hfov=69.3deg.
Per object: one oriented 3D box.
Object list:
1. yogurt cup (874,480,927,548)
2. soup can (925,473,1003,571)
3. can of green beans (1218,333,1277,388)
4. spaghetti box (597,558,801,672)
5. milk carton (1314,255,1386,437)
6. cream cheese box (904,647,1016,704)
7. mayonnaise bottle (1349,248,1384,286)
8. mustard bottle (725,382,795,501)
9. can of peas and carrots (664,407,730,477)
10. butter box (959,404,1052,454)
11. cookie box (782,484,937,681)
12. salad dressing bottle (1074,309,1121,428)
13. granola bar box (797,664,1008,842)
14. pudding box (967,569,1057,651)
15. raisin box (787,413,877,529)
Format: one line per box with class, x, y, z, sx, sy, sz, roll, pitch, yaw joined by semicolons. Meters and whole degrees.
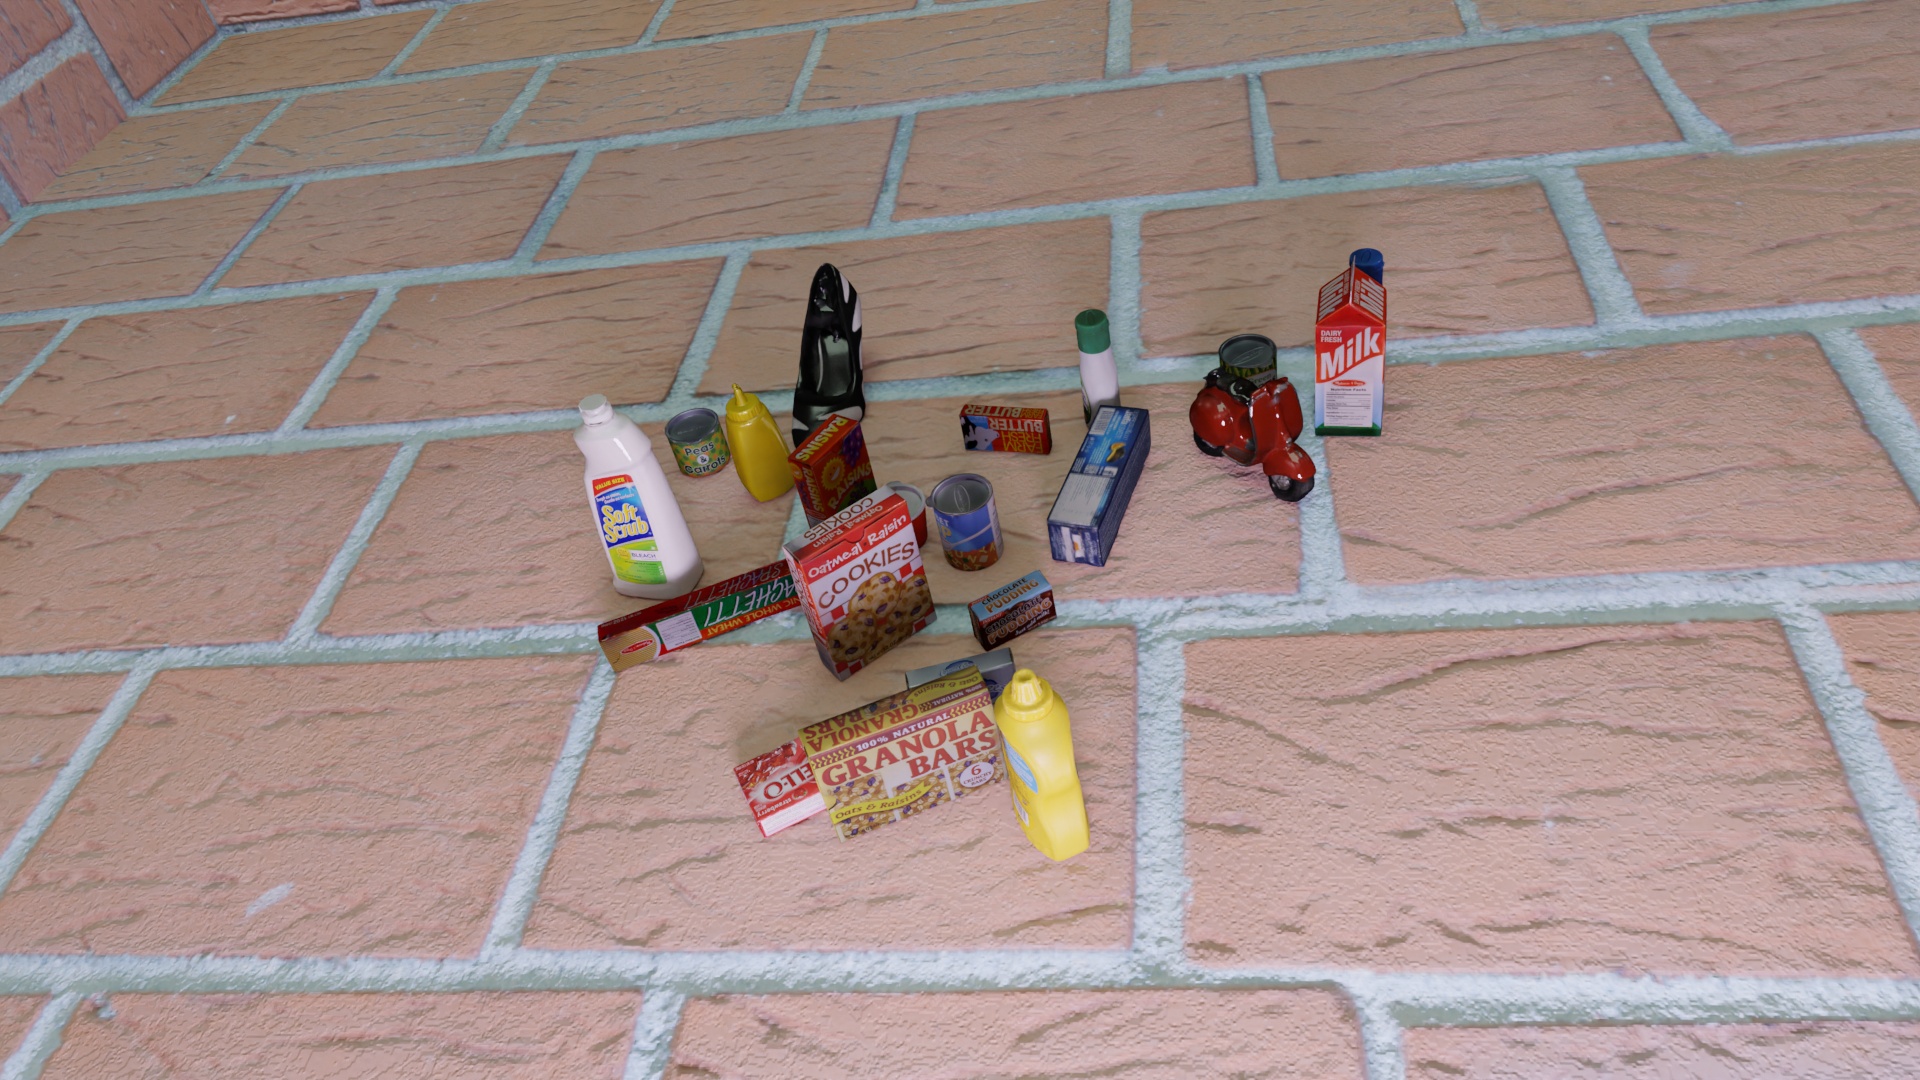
yogurt cup;-0.067;-0.021;1.515;0.072;0.053;0.073;-7;42;6
soup can;0.005;-0.018;1.472;0.071;0.083;0.072;-7;42;6
can of green beans;0.333;-0.197;1.608;0.071;0.057;0.071;-7;42;6
spaghetti box;-0.253;0.072;1.461;0.250;0.050;0.029;-20;42;-8
milk carton;0.421;-0.207;1.498;0.073;0.189;0.073;2;44;16
cream cheese box;0.003;0.138;1.322;0.104;0.053;0.024;-13;41;-1
mayonnaise bottle;0.459;-0.260;1.579;0.041;0.147;0.065;8;46;22
mustard bottle;-0.235;-0.119;1.584;0.065;0.159;0.049;-28;44;-17
can of peas and carrots;-0.316;-0.117;1.678;0.071;0.058;0.071;-7;42;6
butter box;0.053;-0.128;1.604;0.103;0.052;0.024;5;44;19
cookie box;-0.095;0.043;1.365;0.123;0.166;0.040;-32;45;-21
salad dressing bottle;0.156;-0.193;1.579;0.044;0.147;0.064;-8;42;6
granola bar box;-0.047;0.189;1.225;0.166;0.123;0.039;-20;42;-8
pudding box;0.052;0.069;1.389;0.084;0.049;0.030;-25;43;-14
raisin box;-0.137;-0.065;1.528;0.040;0.122;0.086;20;51;31
